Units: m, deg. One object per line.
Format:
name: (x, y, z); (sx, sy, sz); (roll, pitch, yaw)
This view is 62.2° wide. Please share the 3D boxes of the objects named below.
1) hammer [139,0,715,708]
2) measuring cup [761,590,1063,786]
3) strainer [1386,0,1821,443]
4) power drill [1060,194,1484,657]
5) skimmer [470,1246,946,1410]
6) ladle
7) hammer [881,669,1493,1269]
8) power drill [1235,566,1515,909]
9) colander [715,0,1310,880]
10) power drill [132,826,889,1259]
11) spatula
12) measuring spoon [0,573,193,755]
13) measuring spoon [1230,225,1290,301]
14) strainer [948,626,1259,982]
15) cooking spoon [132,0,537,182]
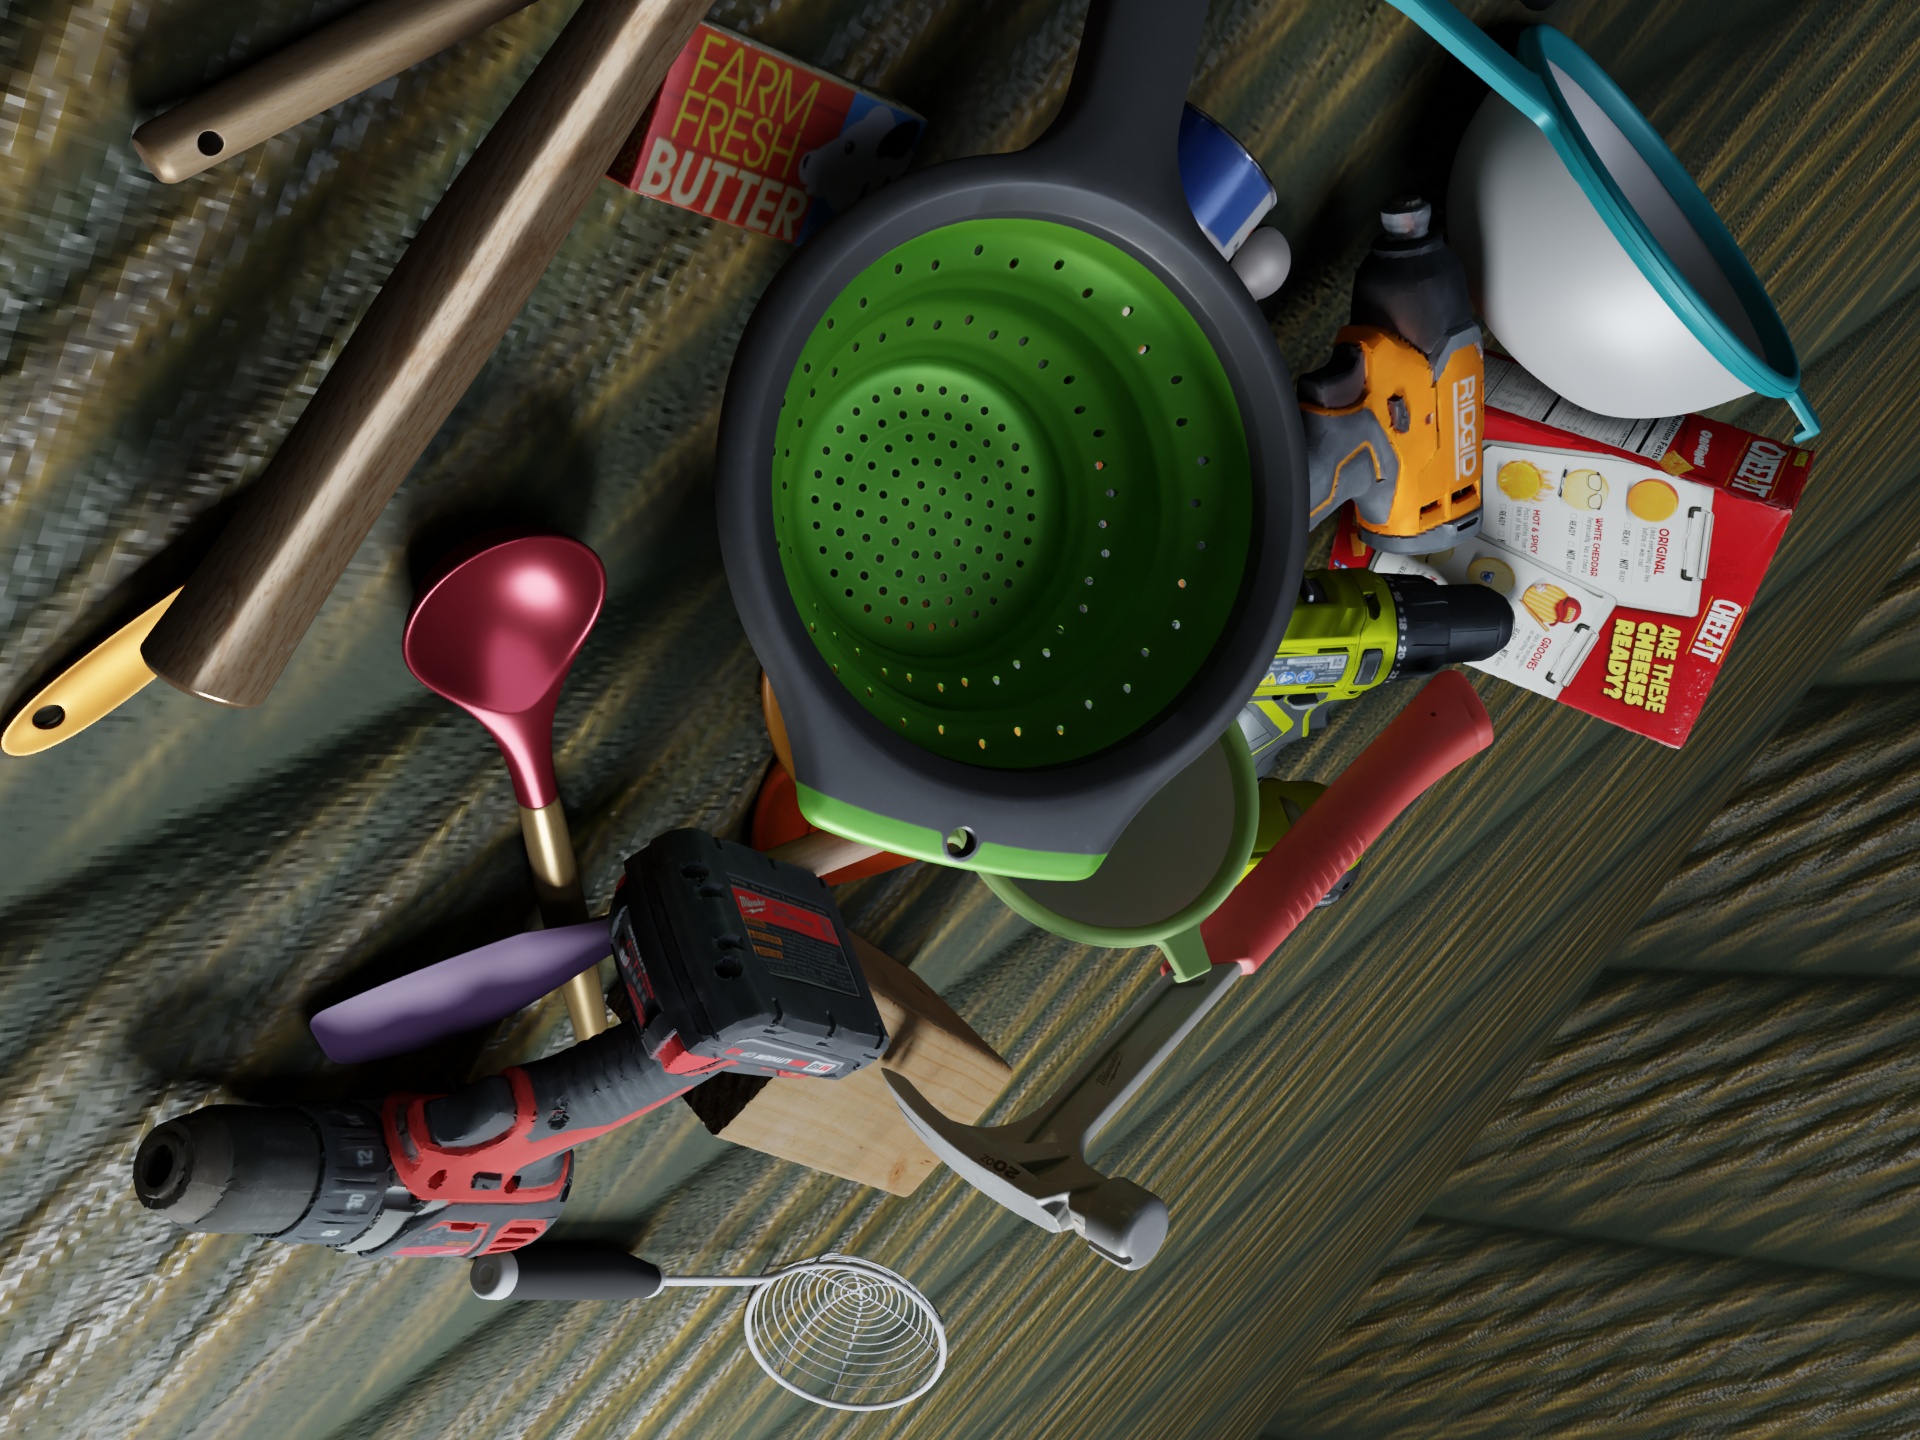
hammer: (-0.111, -0.143, 0.410); (0.331, 0.031, 0.130); (-53, 144, 7)
measuring cup: (-0.001, -0.002, 0.613); (0.052, 0.174, 0.095); (-17, 112, -47)
strainer: (0.255, -0.238, 0.732); (0.340, 0.211, 0.095); (18, 139, -37)
power drill: (0.144, -0.129, 0.708); (0.226, 0.084, 0.164); (-26, 122, -25)
skimmer: (-0.132, 0.341, 0.882); (0.127, 0.090, 0.363); (-24, 152, 19)
ladle: (-0.155, 0.045, 0.602); (0.069, 0.031, 0.315); (-22, 142, -23)
hammer: (0.132, 0.090, 0.752); (0.359, 0.149, 0.036); (-41, 132, -27)
power drill: (0.191, 0.009, 0.892); (0.190, 0.080, 0.228); (-3, 136, -10)
colander: (0.026, -0.151, 0.529); (0.204, 0.094, 0.397); (15, 88, -25)
power drill: (-0.161, 0.132, 0.589); (0.226, 0.080, 0.187); (-32, 152, 14)
spatula: (-0.097, 0.070, 0.641); (0.316, 0.018, 0.059); (-21, 148, -16)
measuring spoon: (-0.224, -0.031, 0.452); (0.117, 0.011, 0.021); (-41, 148, -8)
measuring spoon: (0.134, -0.170, 0.745); (0.034, 0.018, 0.124); (-28, 143, -32)
strainer: (0.076, -0.008, 0.759); (0.256, 0.151, 0.069); (-66, -173, -26)
cooking spoon: (-0.073, -0.224, 0.426); (0.319, 0.017, 0.068); (-38, 145, -19)
